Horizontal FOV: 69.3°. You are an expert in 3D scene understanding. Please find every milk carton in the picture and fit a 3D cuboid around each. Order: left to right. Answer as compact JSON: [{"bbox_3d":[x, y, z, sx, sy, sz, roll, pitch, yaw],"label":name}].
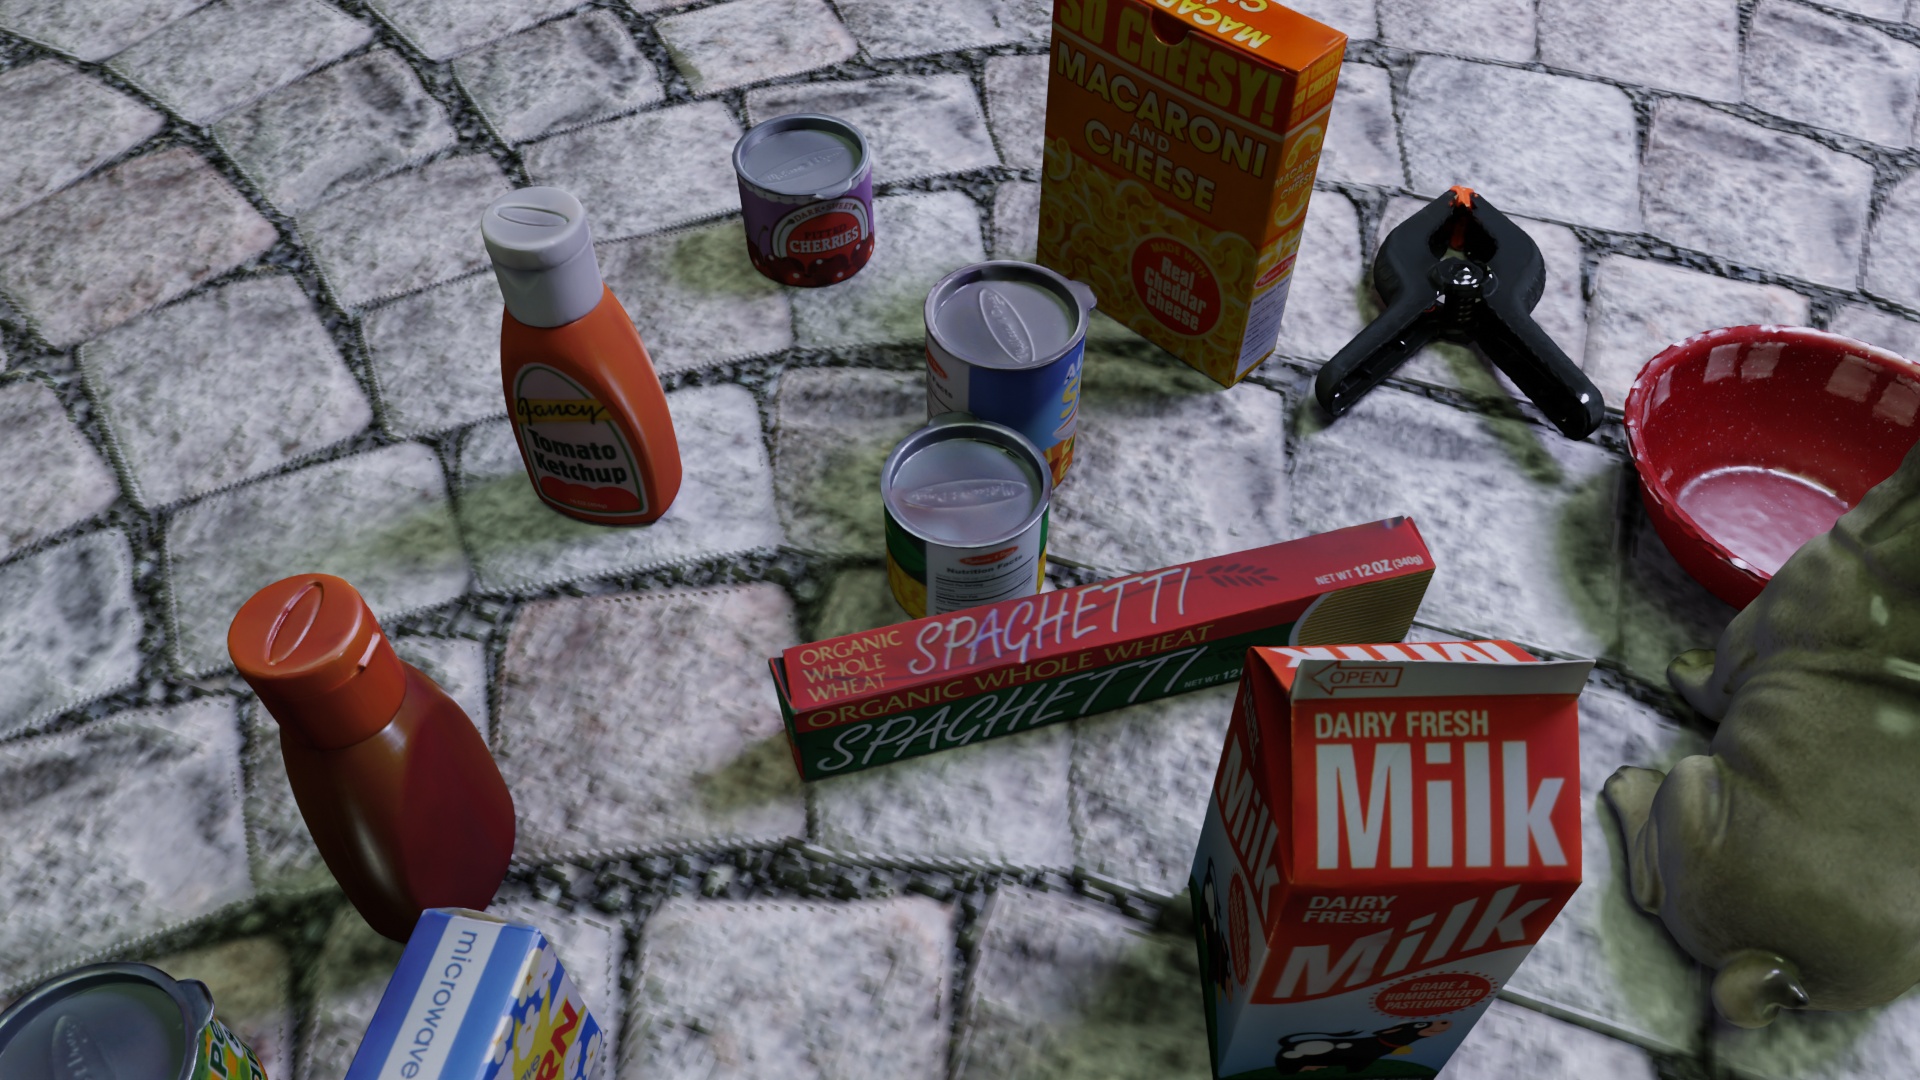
[{"bbox_3d":[0.113,0.088,0.393,0.072,0.189,0.074,-1,51,-1],"label":"milk carton"}]

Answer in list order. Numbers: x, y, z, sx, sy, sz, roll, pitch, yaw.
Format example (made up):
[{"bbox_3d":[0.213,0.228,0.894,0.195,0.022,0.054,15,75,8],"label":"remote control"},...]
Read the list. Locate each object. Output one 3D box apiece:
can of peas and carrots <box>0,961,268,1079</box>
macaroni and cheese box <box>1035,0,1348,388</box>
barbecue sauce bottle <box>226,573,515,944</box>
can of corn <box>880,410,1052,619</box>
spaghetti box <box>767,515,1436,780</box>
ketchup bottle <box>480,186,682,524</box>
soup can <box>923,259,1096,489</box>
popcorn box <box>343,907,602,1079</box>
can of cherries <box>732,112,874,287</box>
[{"bbox_3d":[-0.246,0.166,0.412,0.071,0.058,0.071,0,51,0],"label":"can of peas and carrots"},{"bbox_3d":[0.094,-0.164,0.617,0.124,0.165,0.040,36,59,26],"label":"macaroni and cheese box"},{"bbox_3d":[-0.180,0.069,0.434,0.044,0.147,0.065,7,51,6],"label":"barbecue sauce bottle"},{"bbox_3d":[0.002,-0.007,0.556,0.071,0.058,0.071,0,51,0],"label":"can of corn"},{"bbox_3d":[0.055,0.040,0.523,0.250,0.050,0.029,-12,52,-10],"label":"spaghetti box"},{"bbox_3d":[-0.152,-0.069,0.548,0.065,0.148,0.044,10,51,8],"label":"ketchup bottle"},{"bbox_3d":[0.021,-0.066,0.588,0.071,0.083,0.072,0,51,0],"label":"soup can"},{"bbox_3d":[-0.145,0.179,0.384,0.038,0.084,0.127,8,51,7],"label":"popcorn box"},{"bbox_3d":[-0.076,-0.167,0.687,0.071,0.058,0.072,0,51,0],"label":"can of cherries"}]
